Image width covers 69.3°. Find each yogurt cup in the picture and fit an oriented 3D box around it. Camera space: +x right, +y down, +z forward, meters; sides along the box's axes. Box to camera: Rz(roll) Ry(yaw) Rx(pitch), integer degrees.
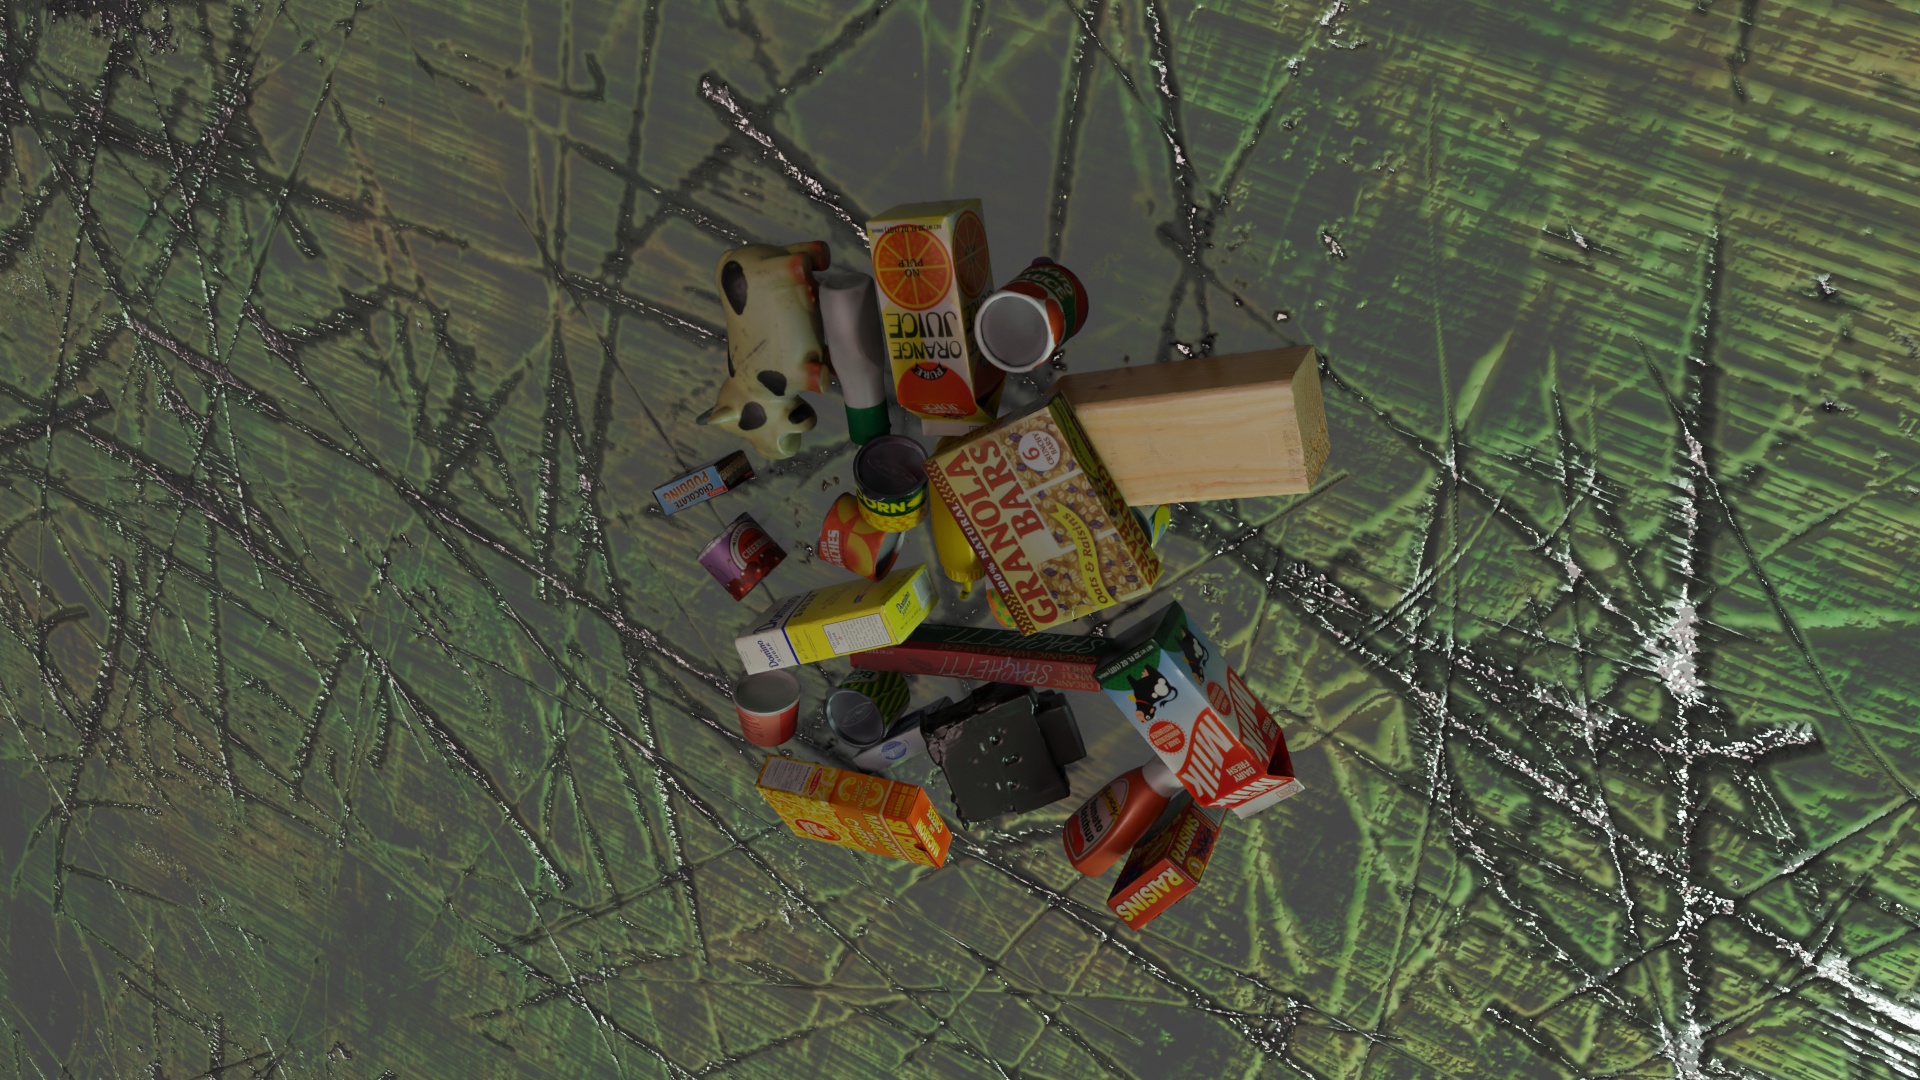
[{"bbox_3d":[-0.192,0.168,1.386,0.072,0.073,0.053,15,128,18],"label":"yogurt cup"}]

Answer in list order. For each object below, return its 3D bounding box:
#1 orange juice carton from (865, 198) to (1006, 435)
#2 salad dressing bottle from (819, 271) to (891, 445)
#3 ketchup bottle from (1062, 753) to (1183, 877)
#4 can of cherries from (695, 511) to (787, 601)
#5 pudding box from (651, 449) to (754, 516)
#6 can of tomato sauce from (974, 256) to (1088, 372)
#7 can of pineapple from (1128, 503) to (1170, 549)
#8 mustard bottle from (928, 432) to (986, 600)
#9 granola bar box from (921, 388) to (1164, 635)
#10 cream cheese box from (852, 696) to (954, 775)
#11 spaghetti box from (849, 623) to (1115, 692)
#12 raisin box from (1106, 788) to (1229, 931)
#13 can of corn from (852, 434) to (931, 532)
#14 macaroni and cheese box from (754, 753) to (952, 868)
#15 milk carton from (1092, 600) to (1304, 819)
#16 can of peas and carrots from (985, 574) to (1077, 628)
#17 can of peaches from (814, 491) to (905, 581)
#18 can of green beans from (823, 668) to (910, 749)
[{"bbox_3d":[-0.015,-0.174,1.127,0.072,0.073,0.191,2,115,25],"label":"orange juice carton"},{"bbox_3d":[-0.087,-0.152,1.182,0.044,0.064,0.147,2,123,14],"label":"salad dressing bottle"},{"bbox_3d":[0.155,0.240,1.259,0.043,0.065,0.148,28,120,-25],"label":"ketchup bottle"},{"bbox_3d":[-0.205,0.015,1.313,0.058,0.072,0.071,47,124,-2],"label":"can of cherries"},{"bbox_3d":[-0.242,-0.055,1.308,0.083,0.050,0.030,-18,104,31],"label":"pudding box"},{"bbox_3d":[0.056,-0.176,1.085,0.071,0.083,0.071,11,119,21],"label":"can of tomato sauce"},{"bbox_3d":[0.134,-0.014,1.143,0.071,0.058,0.070,11,118,21],"label":"can of pineapple"},{"bbox_3d":[0.004,-0.015,1.205,0.049,0.066,0.159,10,124,20],"label":"mustard bottle"},{"bbox_3d":[0.063,-0.017,1.076,0.124,0.039,0.165,-23,104,33],"label":"granola bar box"},{"bbox_3d":[-0.052,0.188,1.334,0.103,0.053,0.024,-29,101,33],"label":"cream cheese box"},{"bbox_3d":[0.019,0.103,1.261,0.250,0.050,0.028,3,116,24],"label":"spaghetti box"},{"bbox_3d":[0.184,0.275,1.221,0.040,0.124,0.085,43,124,1],"label":"raisin box"},{"bbox_3d":[-0.059,-0.047,1.201,0.071,0.071,0.058,23,151,14],"label":"can of corn"},{"bbox_3d":[-0.104,0.269,1.374,0.166,0.040,0.123,8,148,22],"label":"macaroni and cheese box"},{"bbox_3d":[0.207,0.153,1.181,0.072,0.074,0.190,-36,96,34],"label":"milk carton"},{"bbox_3d":[0.064,0.042,1.200,0.058,0.071,0.070,-12,108,31],"label":"can of peas and carrots"},{"bbox_3d":[-0.089,-0.001,1.248,0.058,0.071,0.071,21,122,14],"label":"can of peaches"},{"bbox_3d":[-0.089,0.157,1.333,0.071,0.058,0.071,11,118,21],"label":"can of green beans"}]
